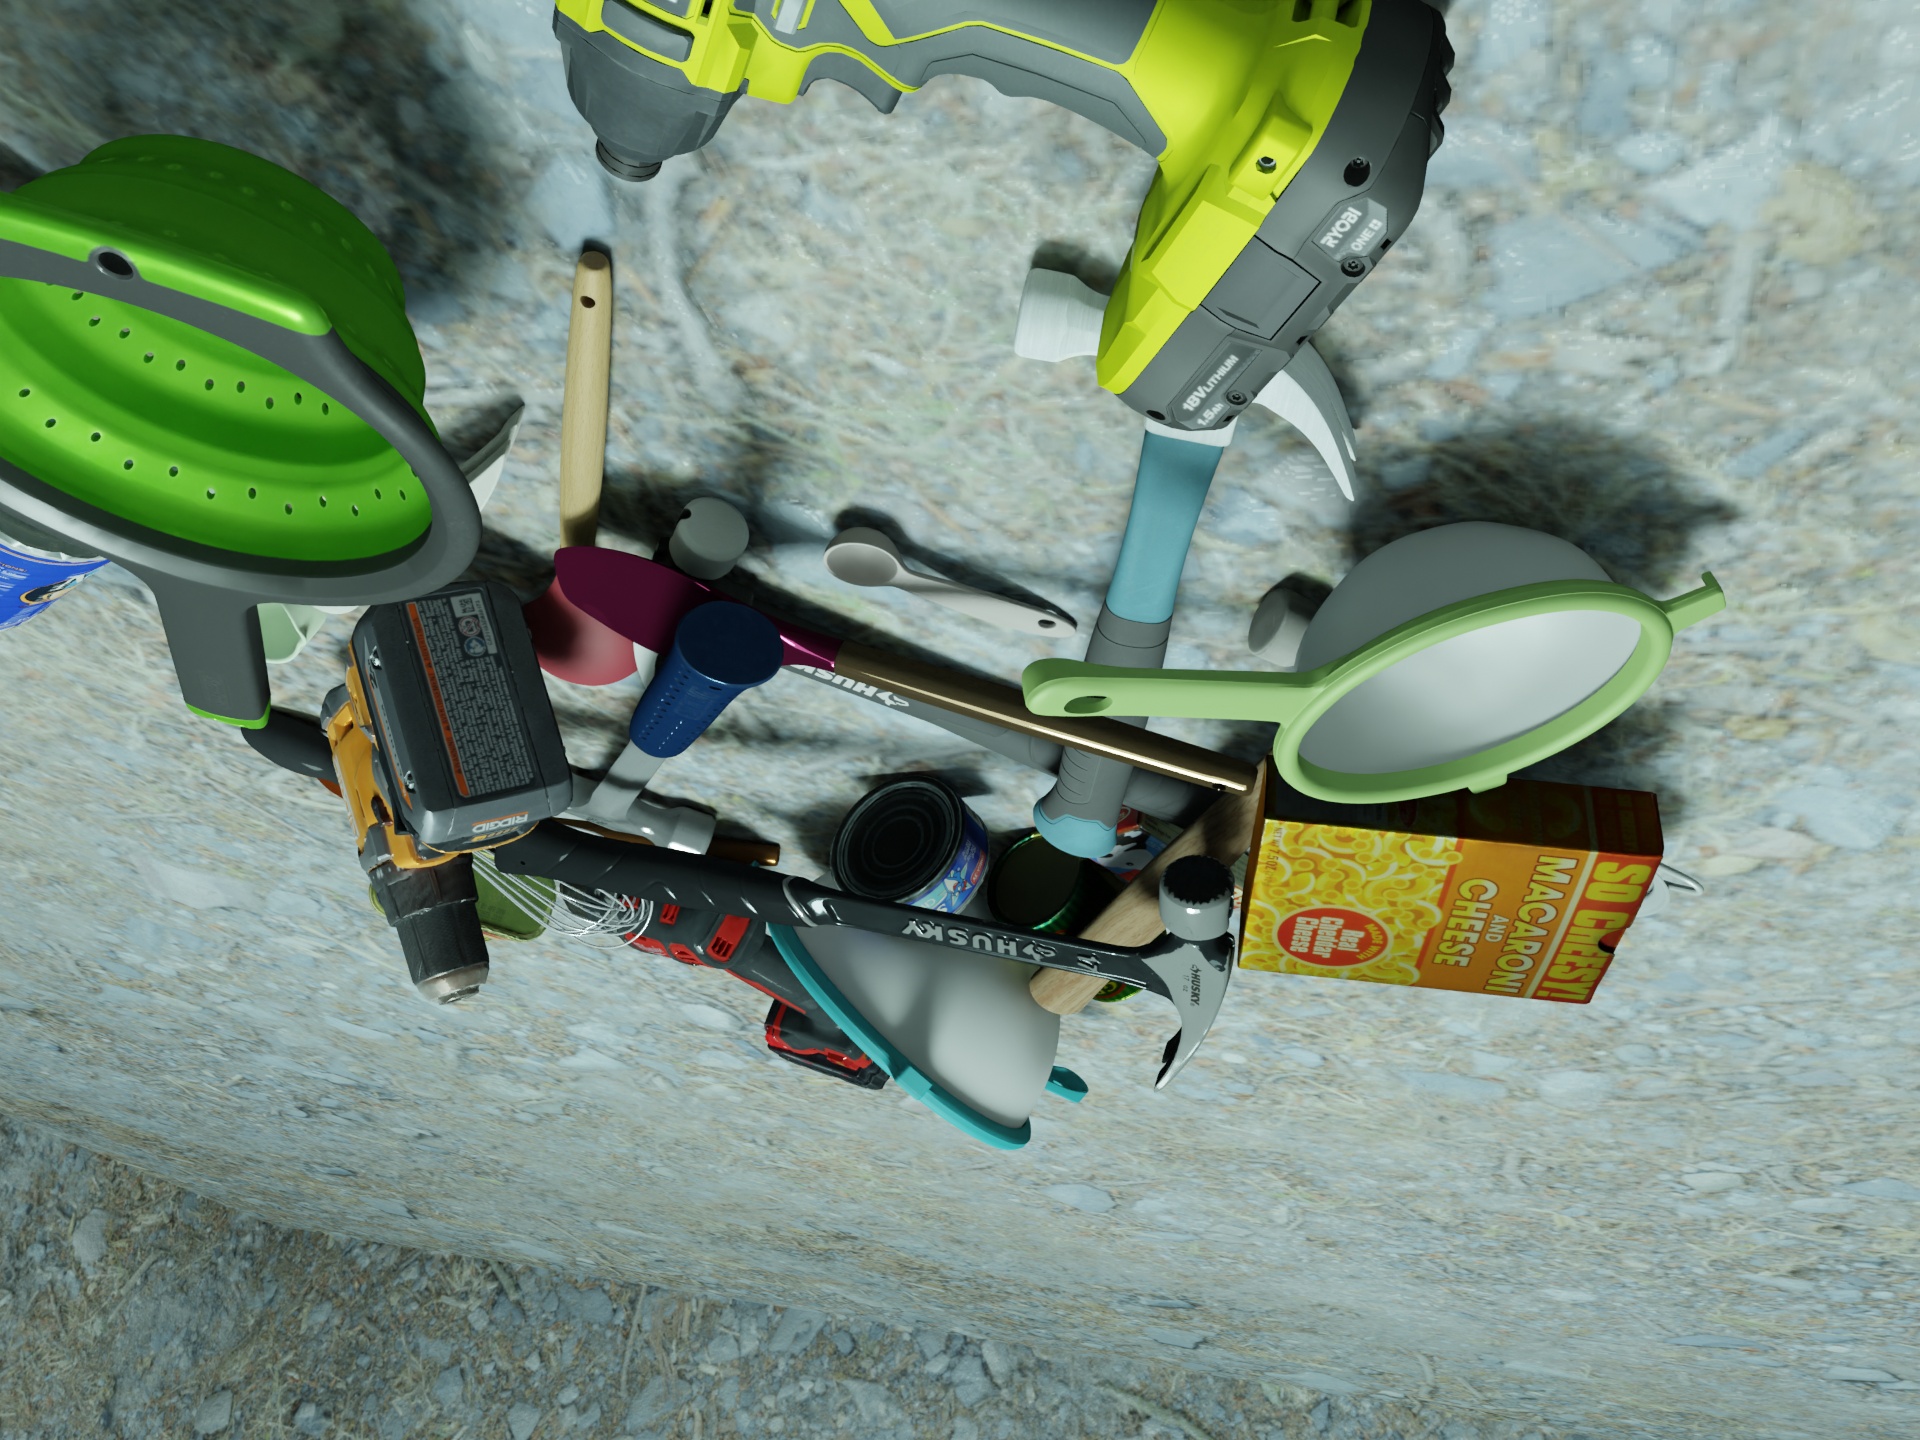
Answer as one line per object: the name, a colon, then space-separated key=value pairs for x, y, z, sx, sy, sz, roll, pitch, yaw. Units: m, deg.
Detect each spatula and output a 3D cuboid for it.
spatula: x=-0.275 y=0.060 z=1.023 sx=0.322 sy=0.041 sz=0.081 roll=7 pitch=152 yaw=3

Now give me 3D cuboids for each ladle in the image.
ladle: x=-0.167 y=-0.092 z=0.705 sx=0.069 sy=0.031 sz=0.315 roll=16 pitch=149 yaw=-6

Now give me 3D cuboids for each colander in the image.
colander: x=-0.281 y=-0.099 z=0.608 sx=0.204 sy=0.095 sz=0.397 roll=15 pitch=156 yaw=-15

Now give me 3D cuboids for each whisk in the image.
whisk: x=-0.315 y=0.059 z=0.972 sx=0.284 sy=0.070 sz=0.070 roll=25 pitch=152 yaw=5

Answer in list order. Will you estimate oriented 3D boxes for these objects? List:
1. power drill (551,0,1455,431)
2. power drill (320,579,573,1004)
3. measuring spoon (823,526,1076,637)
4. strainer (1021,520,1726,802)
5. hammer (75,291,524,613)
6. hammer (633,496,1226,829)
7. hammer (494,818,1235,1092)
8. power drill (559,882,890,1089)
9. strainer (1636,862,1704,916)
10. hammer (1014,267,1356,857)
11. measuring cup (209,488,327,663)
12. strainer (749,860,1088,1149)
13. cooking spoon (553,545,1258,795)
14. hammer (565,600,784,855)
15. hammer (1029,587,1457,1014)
power drill: x=0.002 y=-0.176 z=0.439 sx=0.223 sy=0.080 sz=0.171 roll=24 pitch=149 yaw=-11
power drill: x=-0.267 y=0.044 z=0.814 sx=0.084 sy=0.185 sz=0.226 roll=-13 pitch=170 yaw=-32
measuring spoon: x=-0.002 y=-0.062 z=0.708 sx=0.124 sy=0.018 sz=0.034 roll=17 pitch=152 yaw=-22
strainer: x=0.137 y=-0.031 z=0.594 sx=0.256 sy=0.069 sz=0.151 roll=1 pitch=149 yaw=-21
hammer: x=-0.361 y=-0.188 z=0.590 sx=0.146 sy=0.038 sz=0.410 roll=-27 pitch=131 yaw=33
hammer: x=-0.001 y=-0.003 z=0.787 sx=0.334 sy=0.035 sz=0.146 roll=22 pitch=149 yaw=-16
hammer: x=-0.062 y=0.101 z=0.831 sx=0.409 sy=0.036 sz=0.149 roll=9 pitch=132 yaw=17
power drill: x=-0.154 y=0.161 z=1.084 sx=0.188 sy=0.080 sz=0.226 roll=5 pitch=152 yaw=46
strainer: x=0.255 y=0.075 z=0.817 sx=0.086 sy=0.050 sz=0.258 roll=40 pitch=147 yaw=-28
hammer: x=0.070 y=-0.040 z=0.658 sx=0.128 sy=0.033 sz=0.330 roll=11 pitch=144 yaw=2
measuring cup: x=-0.342 y=-0.096 z=0.761 sx=0.083 sy=0.038 sz=0.167 roll=25 pitch=139 yaw=3
strainer: x=0.022 y=0.173 z=1.005 sx=0.211 sy=0.095 sz=0.340 roll=45 pitch=-175 yaw=39
cooking spoon: x=-0.028 y=-0.020 z=0.686 sx=0.319 sy=0.017 sz=0.068 roll=17 pitch=147 yaw=8
hammer: x=-0.161 y=0.011 z=0.800 sx=0.144 sy=0.035 sz=0.405 roll=22 pitch=161 yaw=-14
hammer: x=0.125 y=0.064 z=0.789 sx=0.130 sy=0.031 sz=0.331 roll=20 pitch=138 yaw=-15
